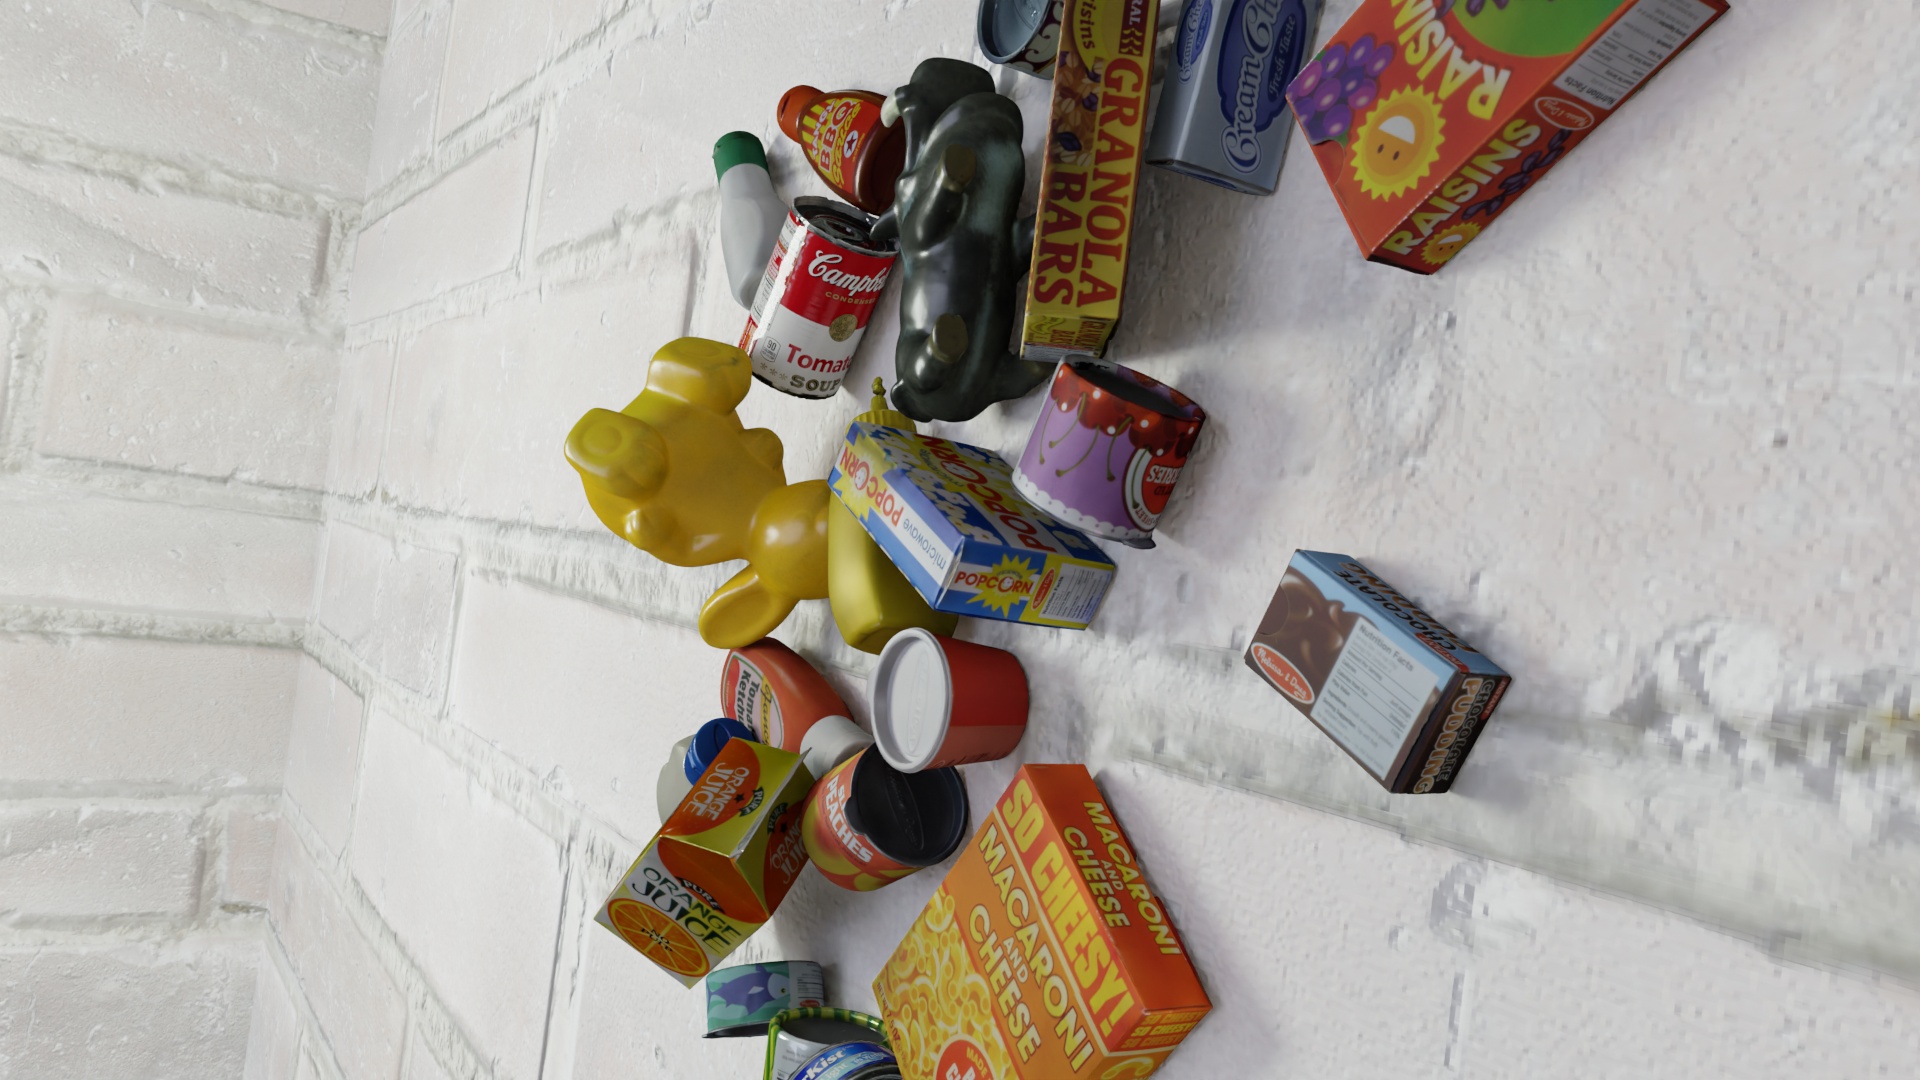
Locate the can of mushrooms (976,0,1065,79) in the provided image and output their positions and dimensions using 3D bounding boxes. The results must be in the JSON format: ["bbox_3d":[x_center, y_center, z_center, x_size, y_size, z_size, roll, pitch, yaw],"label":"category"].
[{"bbox_3d":[0.041,-0.268,0.693,0.071,0.033,0.071,-18,68,54],"label":"can of mushrooms"}]

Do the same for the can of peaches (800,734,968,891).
[{"bbox_3d":[-0.041,0.137,0.694,0.057,0.071,0.071,-38,53,48],"label":"can of peaches"}]

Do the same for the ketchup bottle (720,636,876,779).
[{"bbox_3d":[-0.091,0.105,0.801,0.149,0.043,0.064,24,113,55],"label":"ketchup bottle"}]

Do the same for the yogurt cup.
[{"bbox_3d":[-0.004,0.078,0.667,0.072,0.054,0.072,-16,70,54],"label":"yogurt cup"}]

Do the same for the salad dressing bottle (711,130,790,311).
[{"bbox_3d":[-0.141,-0.220,0.946,0.064,0.044,0.148,-52,43,40],"label":"salad dressing bottle"}]

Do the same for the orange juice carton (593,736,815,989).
[{"bbox_3d":[-0.131,0.174,0.762,0.072,0.073,0.191,-55,4,-41],"label":"orange juice carton"}]

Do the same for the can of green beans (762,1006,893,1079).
[{"bbox_3d":[-0.069,0.277,0.710,0.071,0.071,0.058,3,85,56],"label":"can of green beans"}]

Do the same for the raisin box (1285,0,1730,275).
[{"bbox_3d":[0.174,-0.162,0.465,0.122,0.040,0.086,-46,48,42],"label":"raisin box"}]

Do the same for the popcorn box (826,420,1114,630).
[{"bbox_3d":[0.002,-0.008,0.648,0.127,0.085,0.038,47,120,50],"label":"popcorn box"}]

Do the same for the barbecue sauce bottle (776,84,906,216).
[{"bbox_3d":[-0.069,-0.244,0.843,0.149,0.044,0.064,44,116,51],"label":"barbecue sauce bottle"}]

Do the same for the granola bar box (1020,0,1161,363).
[{"bbox_3d":[0.055,-0.164,0.591,0.124,0.039,0.165,52,-135,-88],"label":"granola bar box"}]

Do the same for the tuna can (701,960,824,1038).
[{"bbox_3d":[-0.111,0.257,0.775,0.070,0.071,0.033,-36,53,47],"label":"tuna can"}]

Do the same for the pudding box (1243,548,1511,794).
[{"bbox_3d":[0.141,0.043,0.480,0.084,0.030,0.049,46,122,50],"label":"pudding box"}]

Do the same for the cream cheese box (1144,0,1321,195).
[{"bbox_3d":[0.112,-0.194,0.553,0.024,0.053,0.103,25,104,57],"label":"cream cheese box"}]

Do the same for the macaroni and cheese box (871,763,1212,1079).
[{"bbox_3d":[0.028,0.198,0.607,0.165,0.040,0.124,-60,39,30],"label":"macaroni and cheese box"}]

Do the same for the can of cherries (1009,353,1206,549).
[{"bbox_3d":[0.064,-0.038,0.583,0.072,0.071,0.058,47,121,50],"label":"can of cherries"}]

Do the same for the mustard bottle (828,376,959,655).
[{"bbox_3d":[-0.038,-0.018,0.734,0.048,0.065,0.161,-36,49,41],"label":"mustard bottle"}]

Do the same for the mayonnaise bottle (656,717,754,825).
[{"bbox_3d":[-0.158,0.150,0.859,0.065,0.041,0.147,68,153,19],"label":"mayonnaise bottle"}]
